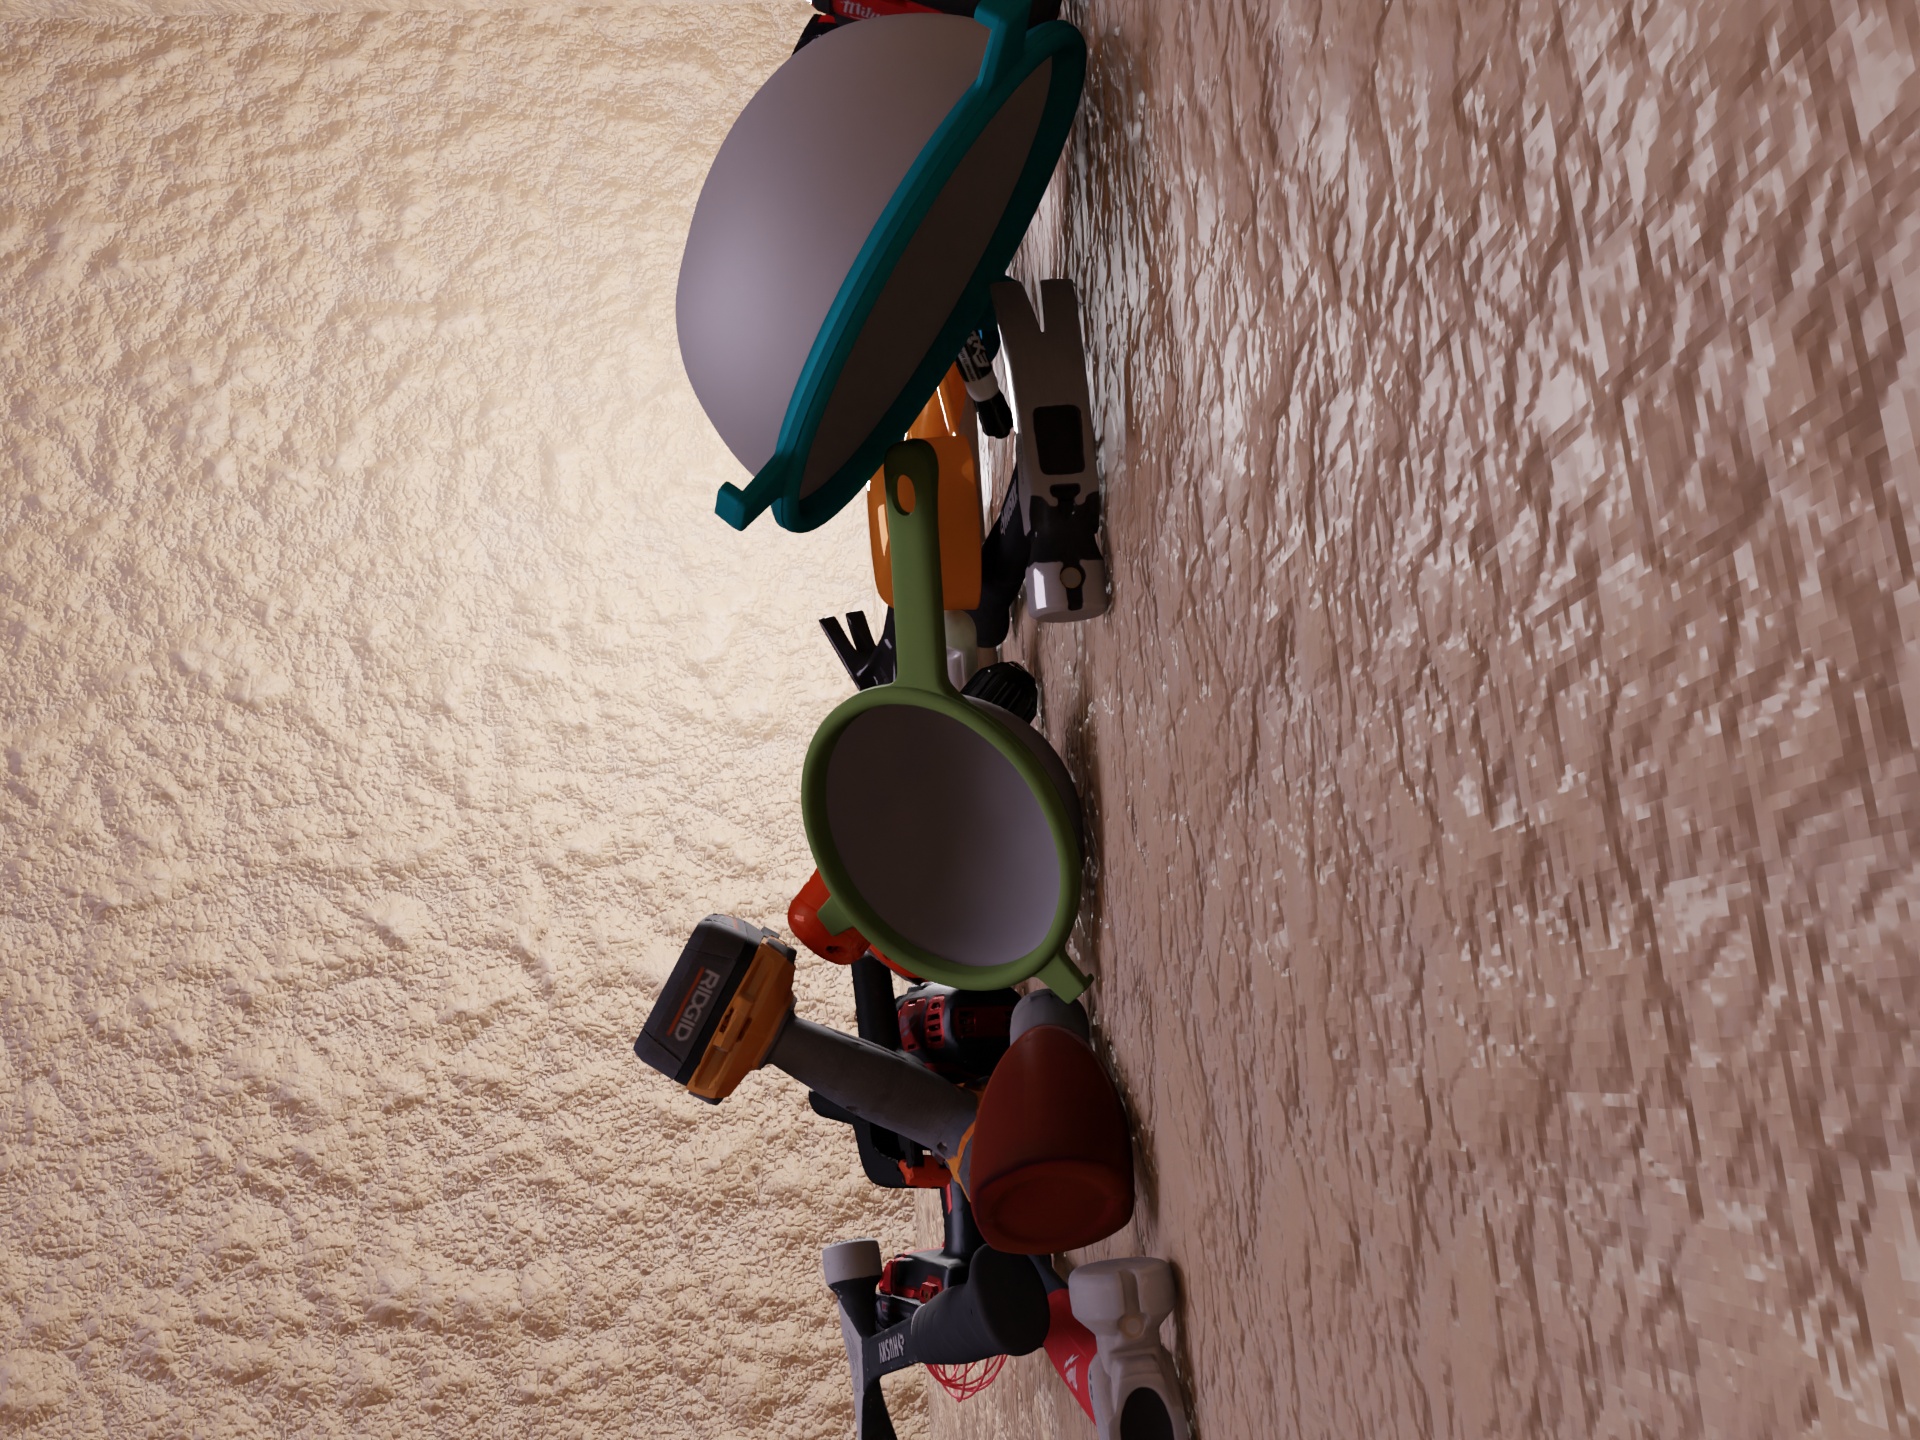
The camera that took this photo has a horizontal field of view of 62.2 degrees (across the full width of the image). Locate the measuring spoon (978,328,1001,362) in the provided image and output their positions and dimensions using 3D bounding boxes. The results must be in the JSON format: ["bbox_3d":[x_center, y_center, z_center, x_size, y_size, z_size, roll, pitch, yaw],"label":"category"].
[{"bbox_3d":[0.002,-0.194,0.938,0.042,0.021,0.128,63,152,30],"label":"measuring spoon"}]

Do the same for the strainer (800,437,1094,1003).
[{"bbox_3d":[0.000,-0.004,0.721,0.069,0.151,0.256,-31,-57,-50],"label":"strainer"}]

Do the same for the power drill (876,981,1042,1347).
[{"bbox_3d":[-0.014,0.279,1.024,0.188,0.080,0.227,151,119,-64],"label":"power drill"}]

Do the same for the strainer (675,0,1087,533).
[{"bbox_3d":[-0.035,-0.197,0.663,0.211,0.095,0.340,-59,-1,16],"label":"strainer"}]

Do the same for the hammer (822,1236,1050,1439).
[{"bbox_3d":[-0.019,0.316,0.800,0.408,0.036,0.149,116,146,-63],"label":"hammer"}]

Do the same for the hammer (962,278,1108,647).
[{"bbox_3d":[0.025,-0.093,0.785,0.334,0.035,0.146,120,145,-81],"label":"hammer"}]

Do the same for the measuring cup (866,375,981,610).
[{"bbox_3d":[-0.026,-0.135,0.814,0.095,0.052,0.174,95,167,-63],"label":"measuring cup"}]

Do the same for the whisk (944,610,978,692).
[{"bbox_3d":[-0.001,-0.003,0.924,0.246,0.058,0.059,86,-157,-68],"label":"whisk"}]

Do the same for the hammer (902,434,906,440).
[{"bbox_3d":[-0.040,-0.182,1.125,0.128,0.033,0.331,17,116,61],"label":"hammer"}]

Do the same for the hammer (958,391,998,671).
[{"bbox_3d":[-0.002,-0.210,1.008,0.146,0.038,0.411,144,122,-82],"label":"hammer"}]

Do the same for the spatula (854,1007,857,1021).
[{"bbox_3d":[-0.032,0.072,1.157,0.059,0.018,0.316,95,-172,-60],"label":"spatula"}]

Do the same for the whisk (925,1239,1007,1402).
[{"bbox_3d":[0.009,0.361,1.171,0.073,0.073,0.296,-126,39,-81],"label":"whisk"}]

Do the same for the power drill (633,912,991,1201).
[{"bbox_3d":[-0.048,0.184,0.834,0.084,0.226,0.185,-63,3,-6],"label":"power drill"}]

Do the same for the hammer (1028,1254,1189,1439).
[{"bbox_3d":[0.052,0.300,0.738,0.386,0.038,0.143,112,152,-78],"label":"hammer"}]

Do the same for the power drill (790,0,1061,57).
[{"bbox_3d":[-0.034,-0.298,0.694,0.219,0.143,0.078,159,128,-86],"label":"power drill"}]

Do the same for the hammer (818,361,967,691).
[{"bbox_3d":[-0.027,-0.139,0.955,0.127,0.034,0.336,56,147,35],"label":"hammer"}]
